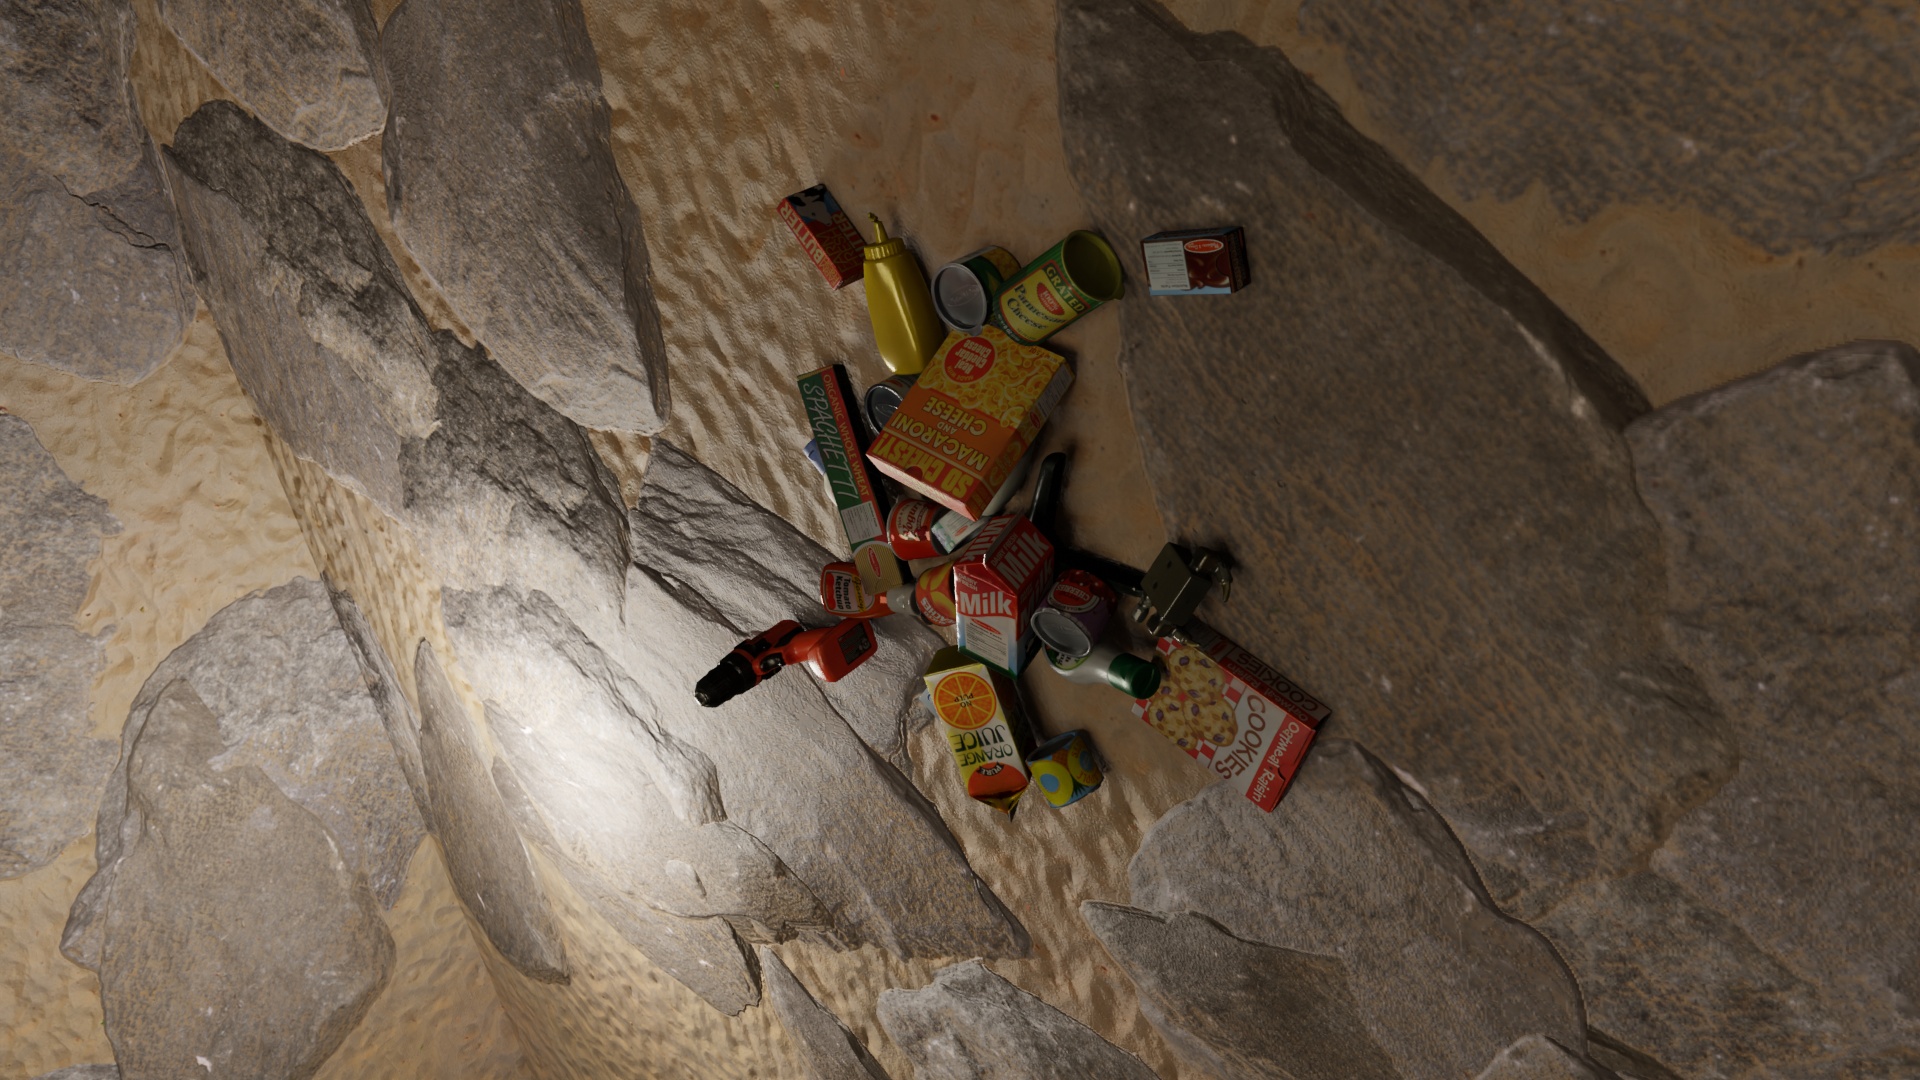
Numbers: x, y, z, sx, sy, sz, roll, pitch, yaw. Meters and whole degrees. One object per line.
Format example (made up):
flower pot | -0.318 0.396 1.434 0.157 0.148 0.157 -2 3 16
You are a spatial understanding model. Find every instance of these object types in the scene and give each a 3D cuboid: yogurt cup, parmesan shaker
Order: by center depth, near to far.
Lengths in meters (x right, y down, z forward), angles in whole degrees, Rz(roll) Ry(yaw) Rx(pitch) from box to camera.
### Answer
parmesan shaker | 0.085 -0.216 1.213 0.102 0.071 0.071 -27 95 51
yogurt cup | -0.037 -0.012 1.474 0.054 0.073 0.072 2 116 36

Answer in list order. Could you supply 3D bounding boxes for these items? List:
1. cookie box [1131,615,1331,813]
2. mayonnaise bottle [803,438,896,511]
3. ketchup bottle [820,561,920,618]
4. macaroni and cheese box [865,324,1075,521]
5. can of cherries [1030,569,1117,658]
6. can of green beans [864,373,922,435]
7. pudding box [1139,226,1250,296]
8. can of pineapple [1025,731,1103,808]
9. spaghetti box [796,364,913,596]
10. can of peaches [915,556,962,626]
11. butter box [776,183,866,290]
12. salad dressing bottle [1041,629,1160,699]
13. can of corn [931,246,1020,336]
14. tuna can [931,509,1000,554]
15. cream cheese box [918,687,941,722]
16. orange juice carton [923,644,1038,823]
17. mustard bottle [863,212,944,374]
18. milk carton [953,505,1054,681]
cookie box | 0.251 0.162 1.310 0.168 0.040 0.122 36 135 24
mayonnaise bottle | -0.116 -0.054 1.542 0.148 0.041 0.064 51 133 7
ketchup bottle | -0.098 0.061 1.596 0.149 0.044 0.064 5 101 43
macaroni and cheese box | 0.008 -0.116 1.284 0.124 0.167 0.040 28 168 30
can of cherries | 0.110 0.069 1.337 0.071 0.059 0.071 26 148 17
can of green beans | -0.055 -0.138 1.411 0.071 0.058 0.071 25 131 33
pudding box | 0.190 -0.225 1.127 0.083 0.030 0.049 7 119 43
can of pineapple | 0.113 0.244 1.487 0.070 0.071 0.058 -25 96 50
spaghetti box | -0.114 -0.066 1.496 0.050 0.029 0.250 -17 92 25
can of peaches | -0.006 0.056 1.480 0.058 0.071 0.071 -22 99 49
butter box | -0.132 -0.303 1.386 0.103 0.053 0.024 55 142 3
salad dressing bottle | 0.138 0.117 1.360 0.044 0.064 0.148 30 175 -32
can of corn | 0.018 -0.229 1.277 0.071 0.058 0.070 25 131 33
tuna can | 0.005 -0.018 1.426 0.033 0.071 0.070 54 140 5
cream cheese box | 0.002 0.202 1.604 0.104 0.024 0.053 46 138 13
orange juice carton | 0.031 0.210 1.522 0.073 0.072 0.192 -16 105 17
mustard bottle | -0.062 -0.243 1.357 0.065 0.049 0.159 5 117 43
milk carton | 0.043 0.048 1.364 0.073 0.073 0.189 26 147 21
